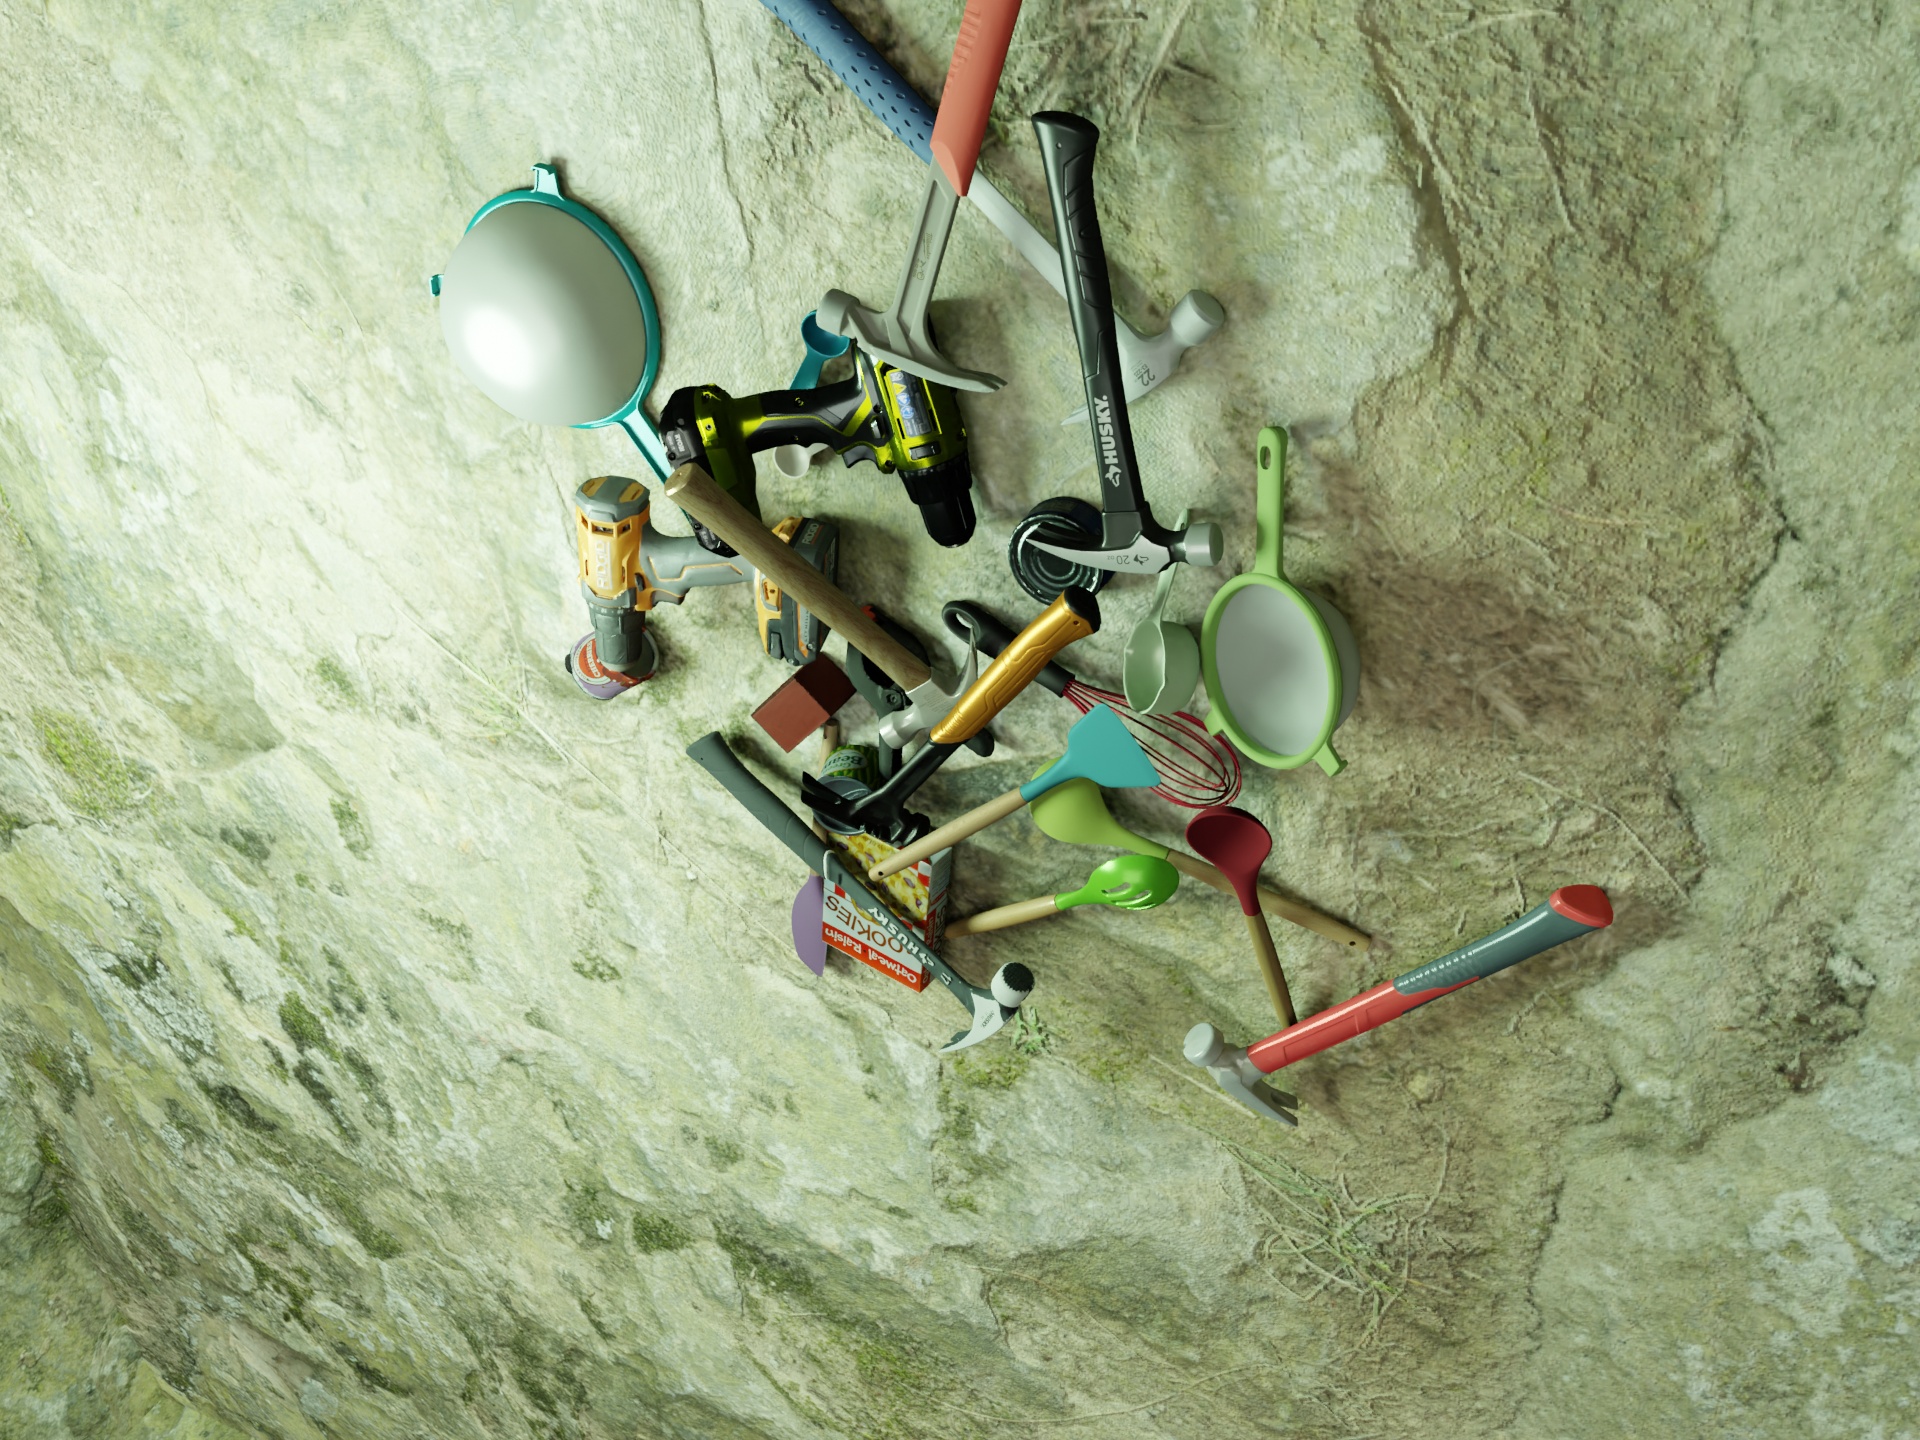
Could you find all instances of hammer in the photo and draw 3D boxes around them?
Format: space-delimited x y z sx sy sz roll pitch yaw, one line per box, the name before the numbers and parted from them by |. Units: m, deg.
hammer | -0.002 -0.004 1.330 0.127 0.034 0.336 25 133 -24
hammer | -0.110 0.153 1.511 0.409 0.036 0.149 42 136 12
hammer | 0.003 -0.388 1.154 0.405 0.035 0.144 45 130 -4
hammer | 0.010 -0.411 1.092 0.149 0.037 0.359 24 119 10
hammer | 0.094 -0.262 1.139 0.146 0.035 0.334 1 120 27
hammer | -0.106 -0.096 1.285 0.130 0.031 0.331 -29 129 27
hammer | 0.378 0.241 1.342 0.143 0.038 0.386 37 129 -23

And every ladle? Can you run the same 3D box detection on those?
ladle | 0.206 0.120 1.376 0.320 0.062 0.078 24 127 5
ladle | 0.255 0.180 1.353 0.069 0.031 0.315 -5 130 24

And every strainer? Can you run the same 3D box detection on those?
strainer | -0.333 -0.284 1.368 0.211 0.095 0.340 -27 103 38
strainer | 0.251 -0.093 1.194 0.152 0.069 0.256 22 119 56

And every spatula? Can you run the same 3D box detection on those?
spatula | -0.142 0.129 1.579 0.060 0.018 0.315 37 133 34
spatula | 0.032 0.077 1.363 0.317 0.044 0.082 -31 101 32

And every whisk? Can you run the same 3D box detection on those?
whisk | 0.105 -0.018 1.326 0.296 0.073 0.073 34 130 14

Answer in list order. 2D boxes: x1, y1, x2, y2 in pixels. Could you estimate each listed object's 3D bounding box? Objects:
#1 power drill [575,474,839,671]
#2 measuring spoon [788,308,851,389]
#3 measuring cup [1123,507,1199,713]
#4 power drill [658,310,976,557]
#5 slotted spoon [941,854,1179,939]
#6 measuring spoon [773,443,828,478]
power drill | -0.227 -0.110 1.402 0.226 0.084 0.185 11 126 5
measuring spoon | -0.121 -0.290 1.303 0.042 0.021 0.128 28 140 -5
measuring cup | 0.171 -0.084 1.253 0.038 0.083 0.167 6 109 -20
power drill | -0.106 -0.209 1.267 0.228 0.080 0.190 -13 115 8
slotted spoon | 0.076 0.172 1.452 0.070 0.031 0.314 36 146 -25
measuring spoon | -0.106 -0.242 1.327 0.124 0.018 0.034 -27 104 31
